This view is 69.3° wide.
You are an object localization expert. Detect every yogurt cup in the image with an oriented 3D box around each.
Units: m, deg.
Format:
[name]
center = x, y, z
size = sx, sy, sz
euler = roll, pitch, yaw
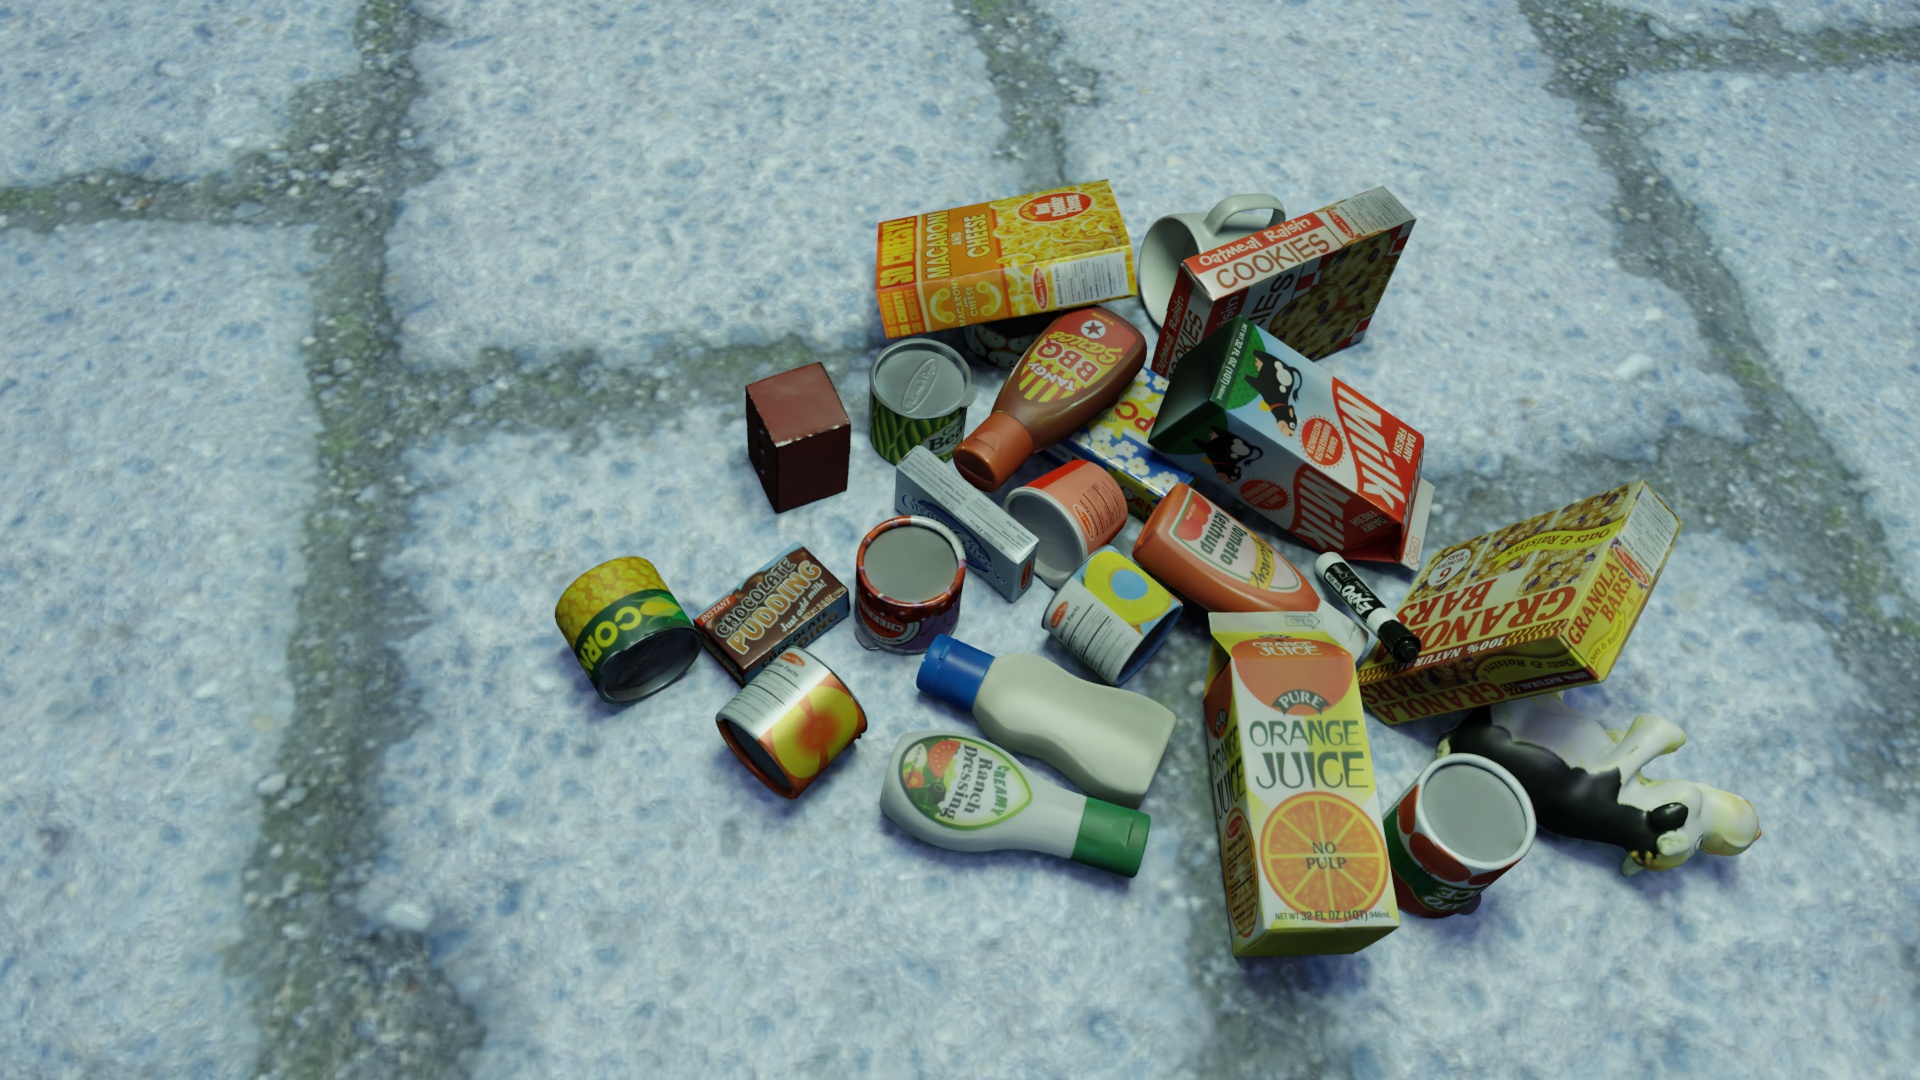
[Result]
[yogurt cup]
center = 0.068, -0.015, 0.874
size = 0.072, 0.072, 0.054
euler = 41, 55, 19

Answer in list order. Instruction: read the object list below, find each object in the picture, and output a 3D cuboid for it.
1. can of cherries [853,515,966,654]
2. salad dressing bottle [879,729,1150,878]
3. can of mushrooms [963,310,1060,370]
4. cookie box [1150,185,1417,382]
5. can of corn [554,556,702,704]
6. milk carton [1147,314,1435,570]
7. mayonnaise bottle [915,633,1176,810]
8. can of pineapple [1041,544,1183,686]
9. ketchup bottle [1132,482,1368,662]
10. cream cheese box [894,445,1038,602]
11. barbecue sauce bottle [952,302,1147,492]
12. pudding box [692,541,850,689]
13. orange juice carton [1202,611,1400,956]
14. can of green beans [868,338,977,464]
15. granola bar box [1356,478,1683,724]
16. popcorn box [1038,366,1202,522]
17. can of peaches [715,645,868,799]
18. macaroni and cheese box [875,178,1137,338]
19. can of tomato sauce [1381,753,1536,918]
[can of cherries]
center = -0.032, 0.029, 0.839
size = 0.071, 0.058, 0.072
euler = 3, 57, -4
[salad dressing bottle]
center = 0.031, 0.150, 0.776
size = 0.148, 0.043, 0.064
euler = 16, 59, 5
[can of mushrooms]
center = 0.038, -0.156, 0.978
size = 0.071, 0.033, 0.071
euler = 2, 57, -3
[cookie box]
center = 0.215, -0.161, 0.945
size = 0.168, 0.122, 0.040
euler = -23, 62, -18
[can of corn]
center = -0.194, 0.051, 0.803
size = 0.071, 0.070, 0.058
euler = -29, 64, -21
[milk carton]
center = 0.224, -0.054, 0.885
size = 0.190, 0.073, 0.072
euler = 30, 61, -13
[mayonnaise bottle]
center = 0.048, 0.100, 0.812
size = 0.148, 0.041, 0.065
euler = 23, 58, 11
[can of pineapple]
center = 0.093, 0.045, 0.836
size = 0.058, 0.070, 0.071
euler = 40, 63, 18
[ketchup bottle]
center = 0.179, 0.028, 0.852
size = 0.149, 0.043, 0.065
euler = 35, 45, -1
[cream cheese box]
center = 0.003, -0.011, 0.870
size = 0.104, 0.053, 0.024
euler = 39, 64, 18
[barbecue sauce bottle]
center = 0.054, -0.090, 0.884
size = 0.065, 0.043, 0.149
euler = 32, 60, 21
[pudding box]
center = -0.113, 0.044, 0.838
size = 0.084, 0.030, 0.050
euler = -37, 67, -25
[orange juice carton]
center = 0.183, 0.128, 0.777
size = 0.072, 0.072, 0.193
euler = 0, 63, -5
[can of green beans]
center = -0.028, -0.089, 0.915
size = 0.071, 0.057, 0.071
euler = 2, 57, -4
[granola bar box]
center = 0.317, 0.040, 0.803
size = 0.039, 0.165, 0.125
euler = 45, 62, -7
[popcorn box]
center = 0.107, -0.075, 0.930
size = 0.127, 0.038, 0.085
euler = 34, 60, 16
[can of peaches]
center = -0.094, 0.105, 0.782
size = 0.071, 0.071, 0.058
euler = 38, 62, 18
[macaroni and cheese box]
center = 0.028, -0.192, 0.943
size = 0.166, 0.040, 0.124
euler = -10, 34, 4
[can of tomato sauce]
center = 0.270, 0.165, 0.765
size = 0.071, 0.082, 0.071
euler = 2, 57, -3
